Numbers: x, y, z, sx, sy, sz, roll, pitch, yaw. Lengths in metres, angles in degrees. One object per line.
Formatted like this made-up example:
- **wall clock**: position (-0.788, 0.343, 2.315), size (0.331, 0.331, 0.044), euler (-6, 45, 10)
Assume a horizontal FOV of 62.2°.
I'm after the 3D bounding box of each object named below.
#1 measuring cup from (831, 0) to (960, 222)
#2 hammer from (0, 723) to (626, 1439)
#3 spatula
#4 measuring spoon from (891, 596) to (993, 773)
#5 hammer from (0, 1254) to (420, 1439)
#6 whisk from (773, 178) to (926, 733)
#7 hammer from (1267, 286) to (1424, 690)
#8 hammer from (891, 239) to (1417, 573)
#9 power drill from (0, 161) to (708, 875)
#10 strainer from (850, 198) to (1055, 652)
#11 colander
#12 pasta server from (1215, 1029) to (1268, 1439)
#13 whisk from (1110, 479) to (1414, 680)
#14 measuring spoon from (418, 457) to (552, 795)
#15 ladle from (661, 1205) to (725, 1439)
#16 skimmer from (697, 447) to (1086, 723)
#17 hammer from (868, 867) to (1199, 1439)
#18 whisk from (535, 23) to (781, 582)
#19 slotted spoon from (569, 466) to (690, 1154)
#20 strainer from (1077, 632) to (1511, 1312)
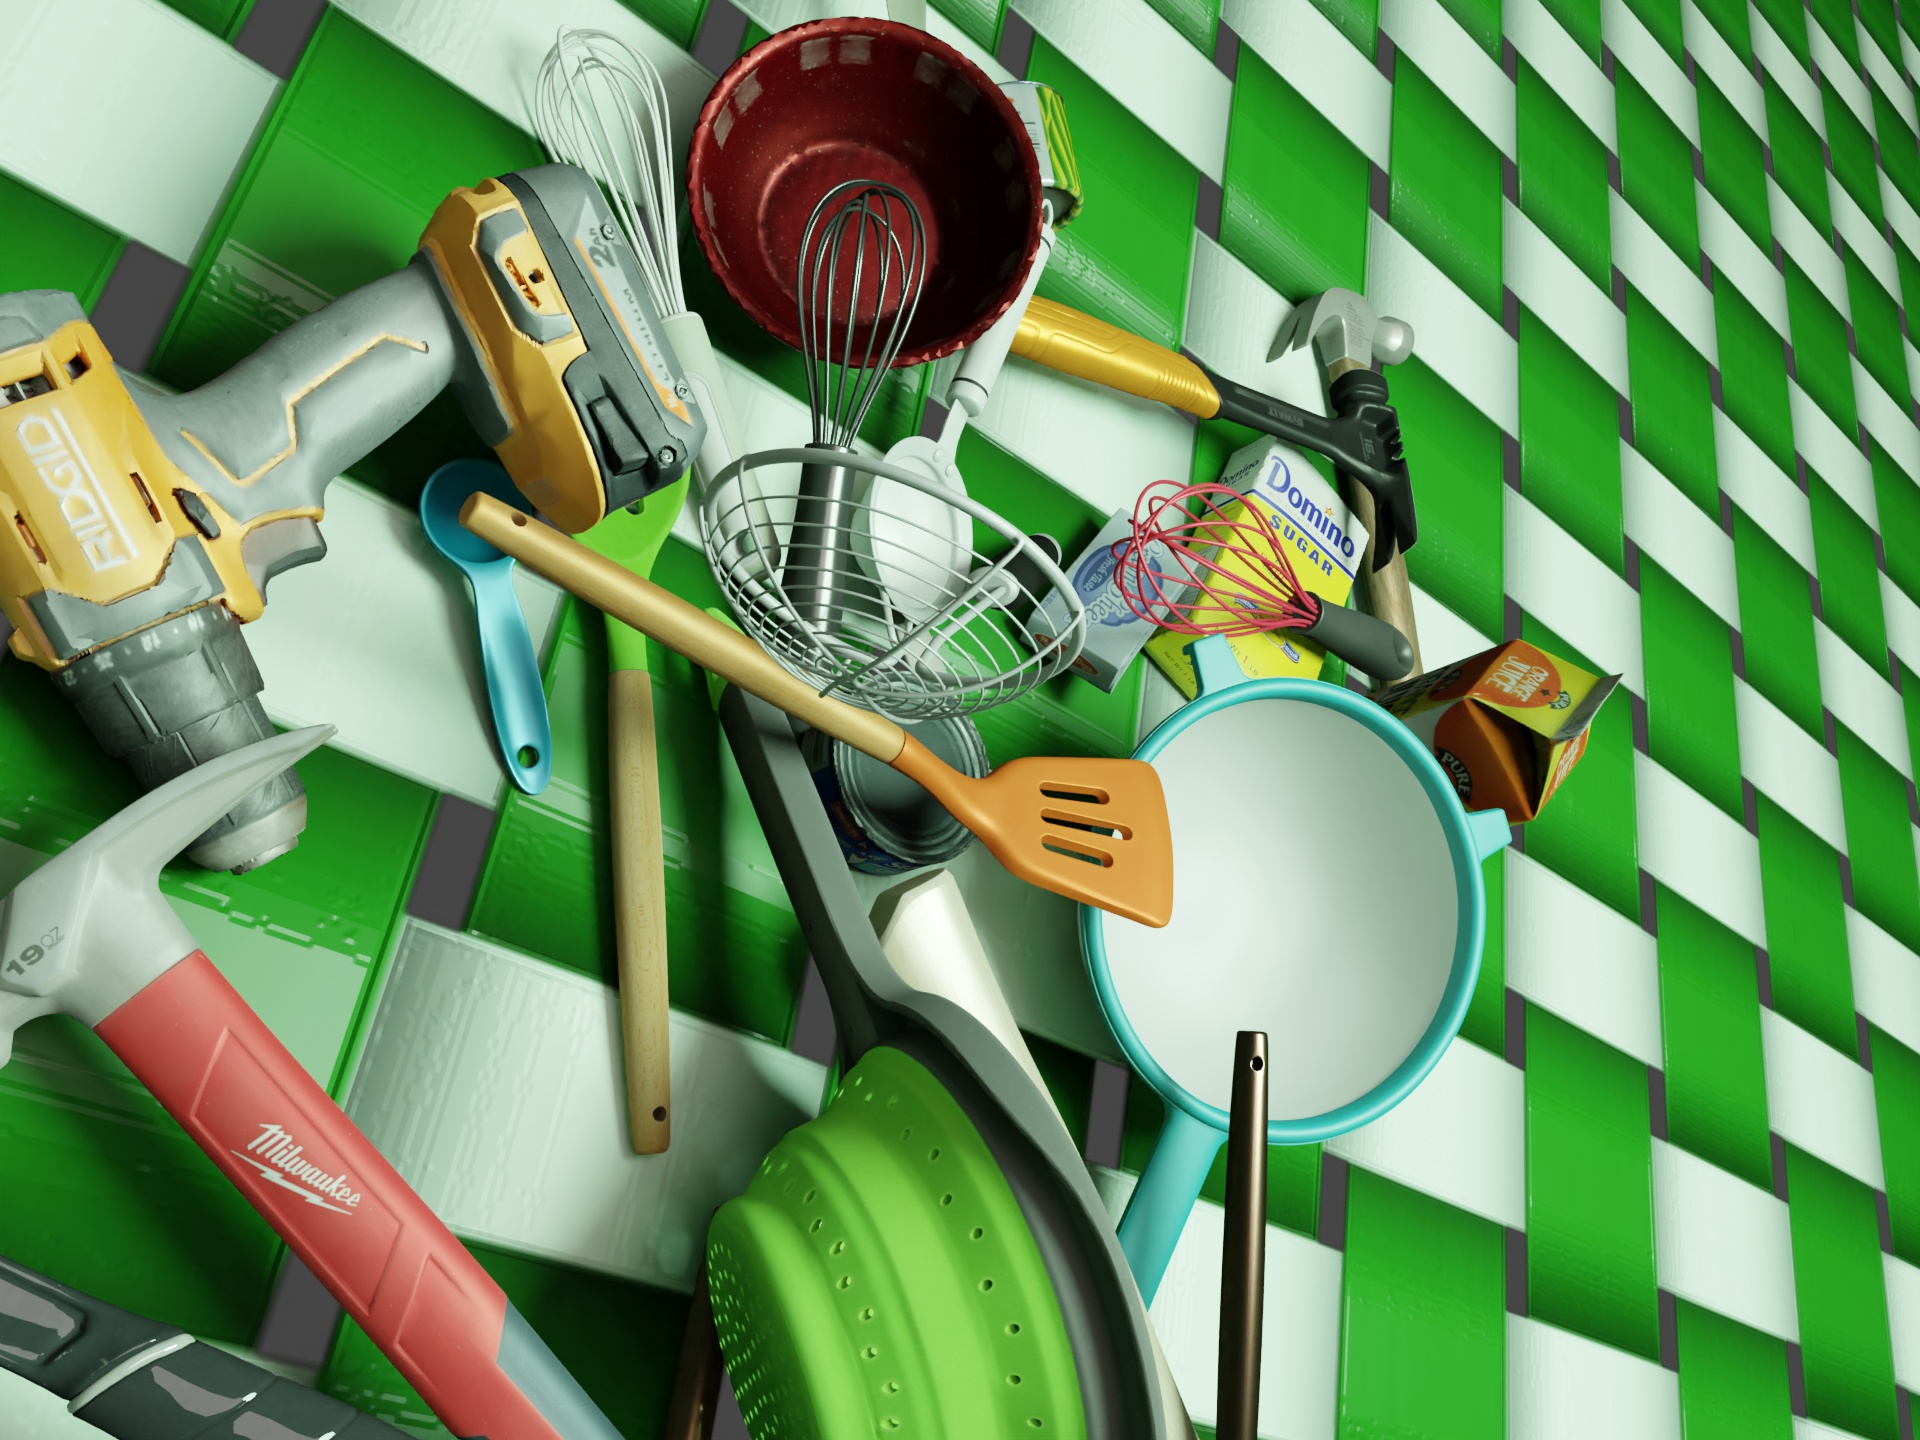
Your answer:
- **measuring cup**: position (-0.029, -0.324, 0.797), size (0.083, 0.038, 0.168), euler (-2, 81, -14)
- **hammer**: position (-0.133, 0.185, 0.482), size (0.143, 0.038, 0.386), euler (-40, 98, -16)
- **spatula**: position (-0.037, -0.005, 0.590), size (0.322, 0.041, 0.081), euler (31, 45, -36)
- **measuring spoon**: position (-0.001, -0.002, 0.738), size (0.034, 0.018, 0.124), euler (-25, 91, -43)
- **hammer**: position (-0.233, 0.162, 0.405), size (0.408, 0.036, 0.149), euler (35, 65, -15)
- **whisk**: position (-0.052, -0.112, 0.673), size (0.055, 0.055, 0.239), euler (9, 89, -39)
- **hammer**: position (0.261, -0.121, 1.003), size (0.130, 0.031, 0.331), euler (8, 69, -40)
- **hammer**: position (0.109, -0.178, 0.853), size (0.336, 0.034, 0.127), euler (14, 58, -28)
- **power drill**: position (-0.200, -0.073, 0.531), size (0.226, 0.084, 0.185), euler (-30, 103, -29)
- **strainer**: position (-0.001, -0.144, 0.748), size (0.086, 0.050, 0.258), euler (47, 58, -49)
- **colander**: position (-0.057, 0.134, 0.565), size (0.094, 0.204, 0.397), euler (-14, 65, -25)
- **pasta server**: position (0.113, 0.284, 0.630), size (0.060, 0.040, 0.316), euler (7, 79, -14)
- **whisk**: position (0.166, -0.059, 0.812), size (0.295, 0.073, 0.073), euler (15, 65, -50)
- **measuring spoon**: position (-0.177, -0.034, 0.602), size (0.042, 0.021, 0.128), euler (-13, 92, -35)
- **ladle**: position (-0.098, 0.318, 0.512), size (0.078, 0.062, 0.320), euler (29, 55, -32)
- **skimmer**: position (0.007, -0.071, 0.624), size (0.363, 0.127, 0.090), euler (-45, 149, -71)
- **hammer**: position (0.070, 0.249, 0.654), size (0.146, 0.038, 0.410), euler (-25, 94, -25)
- **whisk**: position (-0.125, -0.176, 0.676), size (0.059, 0.058, 0.246), euler (-29, 100, -78)
- **slotted spoon**: position (-0.130, 0.007, 0.617), size (0.070, 0.031, 0.314), euler (5, 73, -40)
- **strainer**: position (0.109, 0.144, 0.746), size (0.211, 0.095, 0.340), euler (30, 77, -16)
